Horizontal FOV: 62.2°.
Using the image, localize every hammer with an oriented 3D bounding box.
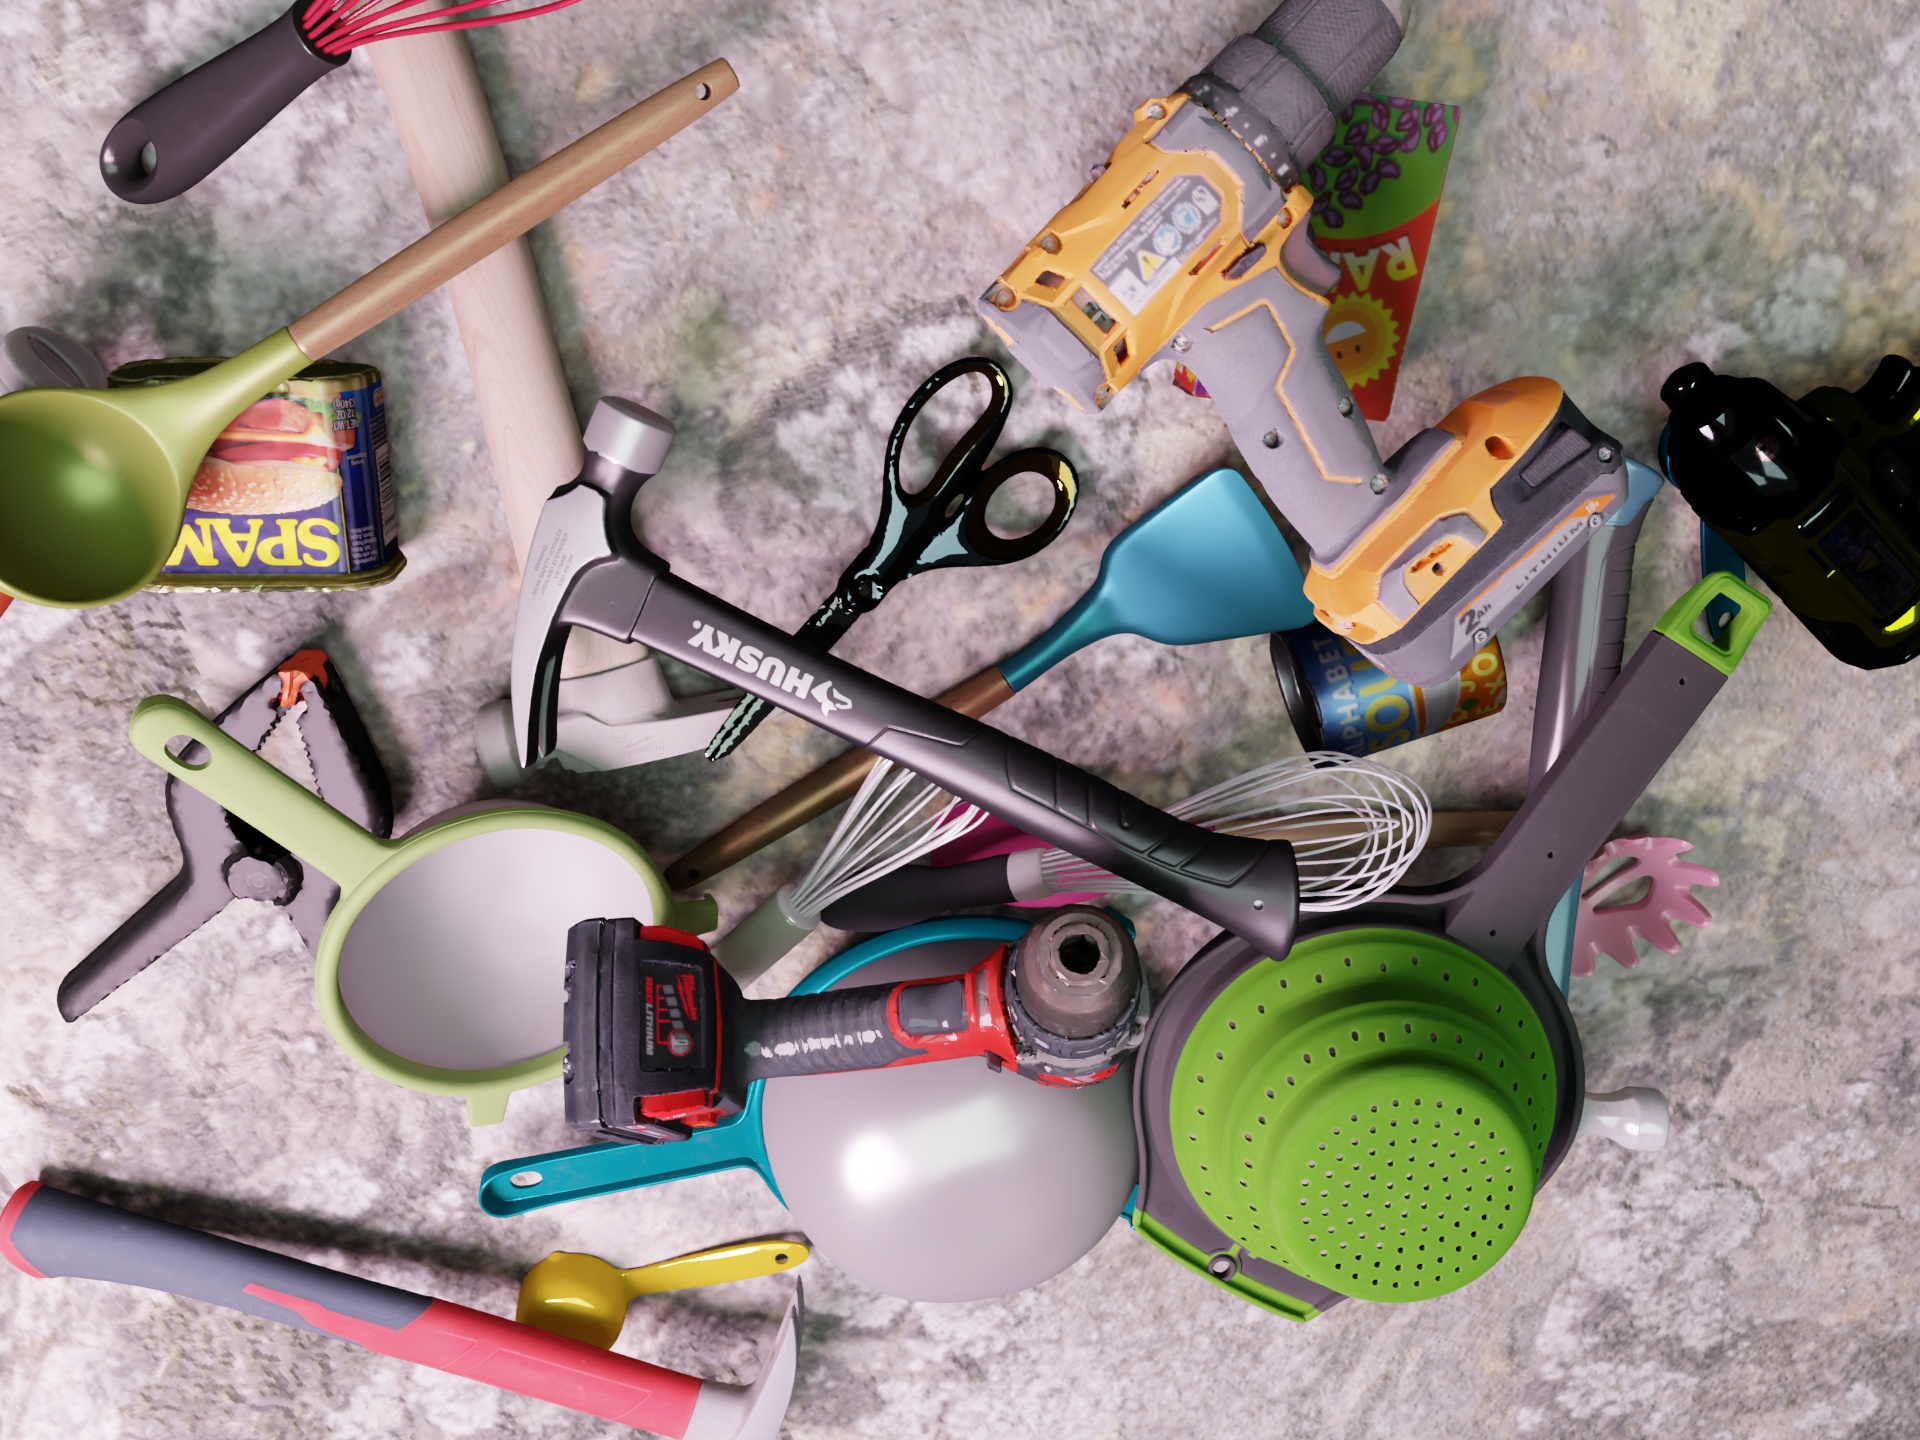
[{"bbox_3d":[0.275,0.041,0.725,0.128,0.033,0.331,3,104,4],"label":"hammer"},{"bbox_3d":[-0.271,0.284,0.780,0.386,0.038,0.143,19,110,-5],"label":"hammer"},{"bbox_3d":[-0.173,-0.171,0.620,0.146,0.038,0.410,-13,113,-1],"label":"hammer"},{"bbox_3d":[-0.019,0.011,0.625,0.335,0.035,0.146,26,102,0],"label":"hammer"}]

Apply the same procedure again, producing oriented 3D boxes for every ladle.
[{"bbox_3d":[-0.213,-0.147,0.567,0.320,0.062,0.078,-34,120,-3],"label":"ladle"}]

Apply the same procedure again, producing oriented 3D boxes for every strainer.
[{"bbox_3d":[-0.059,0.215,0.752,0.340,0.095,0.210,-10,116,-5],"label":"strainer"},{"bbox_3d":[-0.236,0.058,0.671,0.151,0.069,0.256,-42,127,2],"label":"strainer"}]

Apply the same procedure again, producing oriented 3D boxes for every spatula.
[{"bbox_3d":[-0.001,-0.002,0.702,0.317,0.044,0.082,-31,114,9],"label":"spatula"}]

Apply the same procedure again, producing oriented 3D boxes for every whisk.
[{"bbox_3d":[0.062,0.062,0.697,0.284,0.070,0.070,-11,115,23],"label":"whisk"},{"bbox_3d":[-0.199,-0.236,0.527,0.296,0.073,0.073,-15,117,32],"label":"whisk"},{"bbox_3d":[-0.067,0.079,0.712,0.059,0.058,0.246,24,126,-39],"label":"whisk"}]

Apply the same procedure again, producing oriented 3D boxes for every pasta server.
[{"bbox_3d":[0.229,0.158,0.794,0.316,0.040,0.060,-39,95,13],"label":"pasta server"}]

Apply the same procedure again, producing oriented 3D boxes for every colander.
[{"bbox_3d":[0.225,0.115,0.676,0.204,0.094,0.397,31,103,-8],"label":"colander"}]

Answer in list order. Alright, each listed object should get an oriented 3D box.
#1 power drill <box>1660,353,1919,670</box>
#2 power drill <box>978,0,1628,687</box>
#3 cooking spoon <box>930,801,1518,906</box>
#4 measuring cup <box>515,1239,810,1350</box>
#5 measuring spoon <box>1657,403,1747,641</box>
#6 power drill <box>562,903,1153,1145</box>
[{"bbox_3d":[0.404,-0.149,0.647,0.171,0.080,0.223,37,103,-23],"label":"power drill"},{"bbox_3d":[0.146,-0.146,0.593,0.226,0.084,0.185,41,98,-14],"label":"power drill"},{"bbox_3d":[0.145,0.055,0.753,0.319,0.017,0.068,-1,121,-4],"label":"cooking spoon"},{"bbox_3d":[-0.154,0.297,0.822,0.156,0.029,0.062,-13,114,3],"label":"measuring cup"},{"bbox_3d":[0.334,-0.088,0.713,0.042,0.021,0.128,-26,122,-4],"label":"measuring spoon"},{"bbox_3d":[-0.036,0.114,0.622,0.226,0.187,0.080,-4,72,1],"label":"power drill"}]
